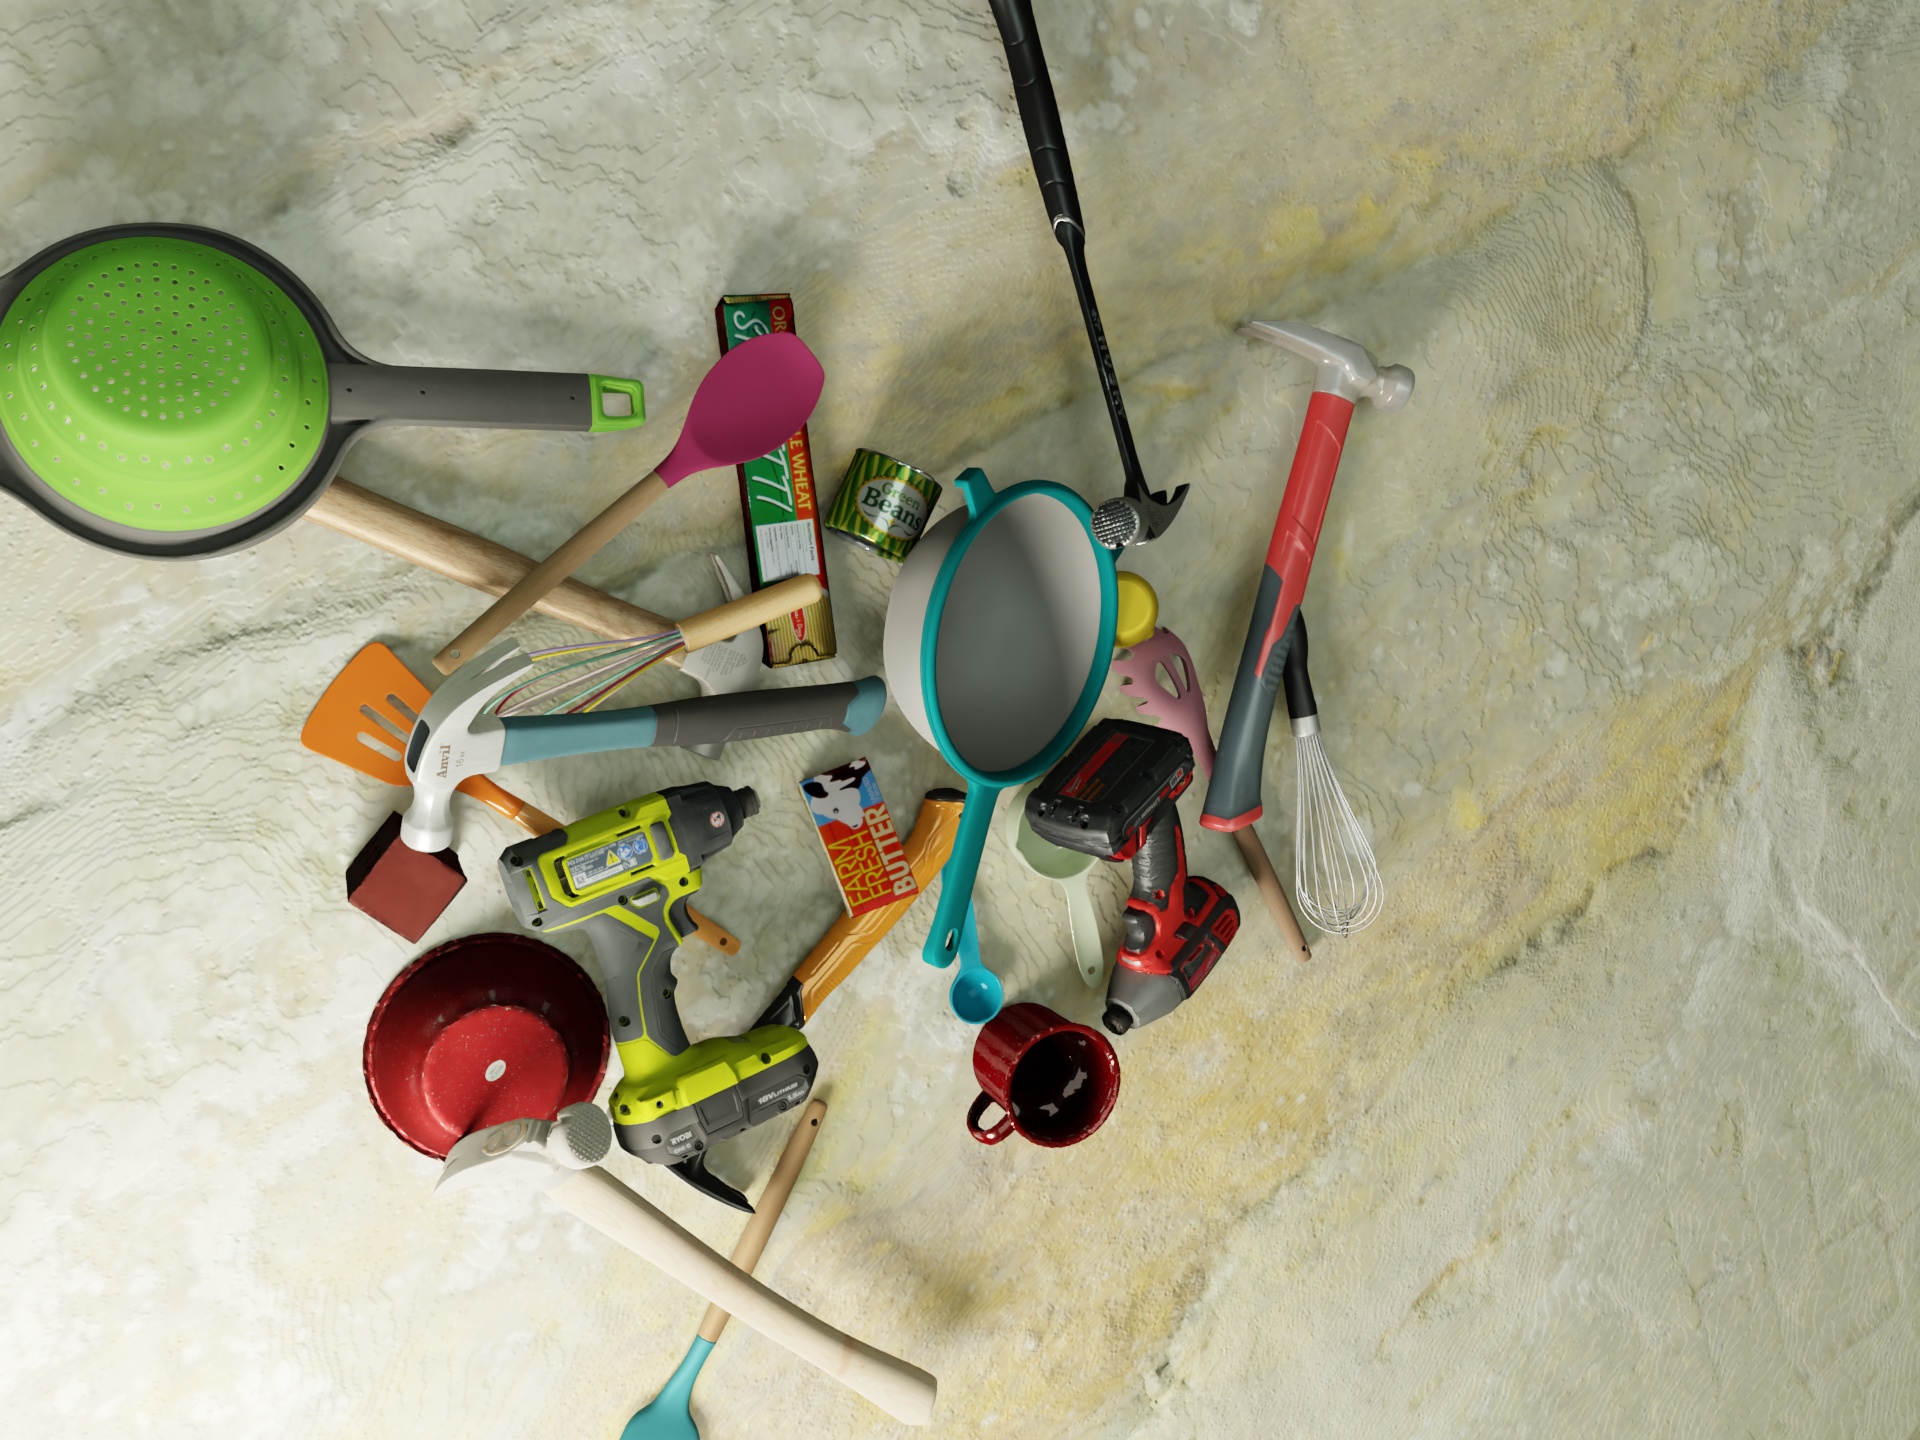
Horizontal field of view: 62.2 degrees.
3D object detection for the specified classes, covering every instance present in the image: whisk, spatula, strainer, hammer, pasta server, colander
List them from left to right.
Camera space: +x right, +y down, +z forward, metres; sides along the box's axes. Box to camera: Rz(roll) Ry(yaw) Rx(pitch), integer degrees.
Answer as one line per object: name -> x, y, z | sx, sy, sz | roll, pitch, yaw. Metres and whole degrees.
colander -> -0.374, -0.203, 0.930 | 0.397, 0.094, 0.204 | -3, 84, -24
hammer -> -0.281, -0.092, 1.032 | 0.331, 0.031, 0.130 | 23, 88, -22
spatula -> -0.277, 0.070, 1.060 | 0.322, 0.041, 0.081 | 38, 81, -25
whisk -> -0.199, -0.042, 1.030 | 0.245, 0.047, 0.051 | -24, 145, -21
hammer -> -0.188, 0.003, 1.021 | 0.331, 0.033, 0.128 | -7, 125, -39
hammer -> -0.163, 0.383, 1.076 | 0.410, 0.146, 0.038 | 46, 38, -30
spatula -> -0.164, 0.421, 1.133 | 0.082, 0.044, 0.317 | 27, 85, -24
hammer -> -0.095, 0.188, 1.137 | 0.127, 0.034, 0.337 | 43, 80, -19
strainer -> -0.002, -0.004, 1.106 | 0.210, 0.095, 0.340 | 10, 95, -52
hammer -> 0.085, -0.325, 1.121 | 0.149, 0.036, 0.409 | -24, 100, -63
pasta server -> 0.207, 0.063, 1.248 | 0.060, 0.040, 0.316 | -34, 111, -15
hammer -> 0.230, -0.107, 1.203 | 0.143, 0.038, 0.386 | 17, 85, -14
whisk -> 0.279, 0.035, 1.258 | 0.070, 0.070, 0.284 | -14, 96, -19

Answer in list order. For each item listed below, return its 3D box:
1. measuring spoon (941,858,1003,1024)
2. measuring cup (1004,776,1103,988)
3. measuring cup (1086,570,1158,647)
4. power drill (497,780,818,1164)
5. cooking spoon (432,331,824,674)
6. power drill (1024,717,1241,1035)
measuring spoon -> 0.001, 0.162, 1.185 | 0.042, 0.021, 0.128 | -11, 91, -19
measuring cup -> 0.079, 0.121, 1.197 | 0.083, 0.038, 0.167 | -17, 105, -19
measuring cup -> 0.089, -0.045, 1.177 | 0.062, 0.029, 0.156 | 38, 86, 4
power drill -> -0.184, 0.159, 1.046 | 0.171, 0.080, 0.223 | -21, 97, -24
cooking spoon -> -0.213, -0.139, 1.026 | 0.319, 0.017, 0.068 | -43, 108, -13
power drill -> 0.130, 0.120, 1.158 | 0.143, 0.079, 0.219 | -44, 130, -30
